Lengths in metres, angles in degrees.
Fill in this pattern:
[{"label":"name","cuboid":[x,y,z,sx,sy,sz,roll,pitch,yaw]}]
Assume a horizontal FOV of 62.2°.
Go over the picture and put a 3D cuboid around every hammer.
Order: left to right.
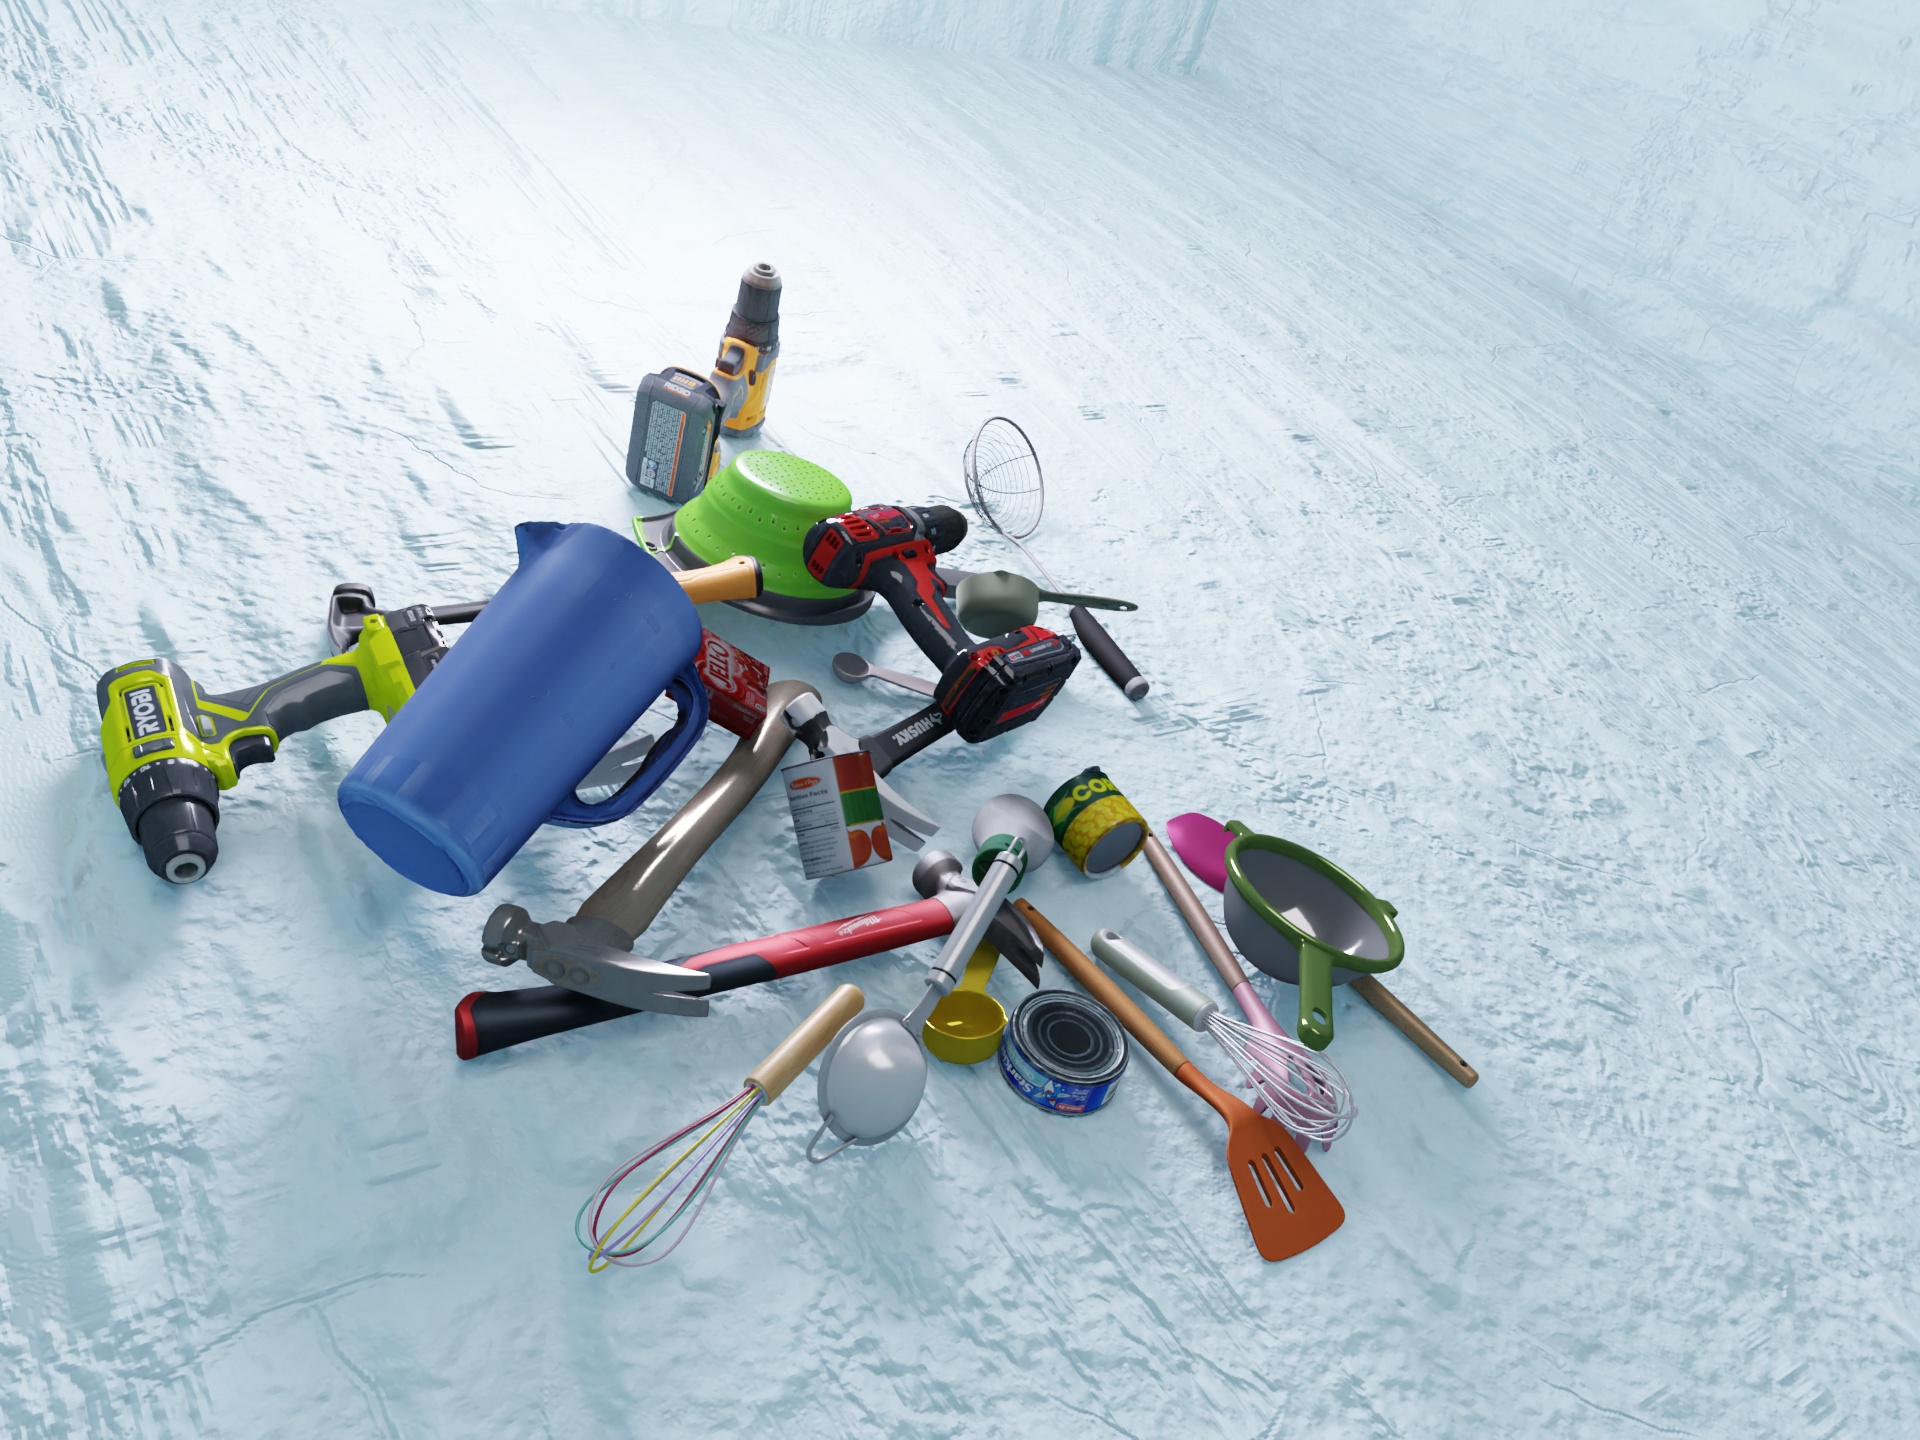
[{"label":"hammer","cuboid":[-0.322,-0.090,1.257,0.337,0.034,0.127,-9,31,-14]},{"label":"hammer","cuboid":[-0.271,-0.062,1.287,0.144,0.035,0.406,-4,31,8]},{"label":"hammer","cuboid":[-0.172,0.070,1.136,0.146,0.038,0.411,14,28,10]},{"label":"hammer","cuboid":[-0.132,0.167,1.043,0.386,0.038,0.143,-10,31,-31]},{"label":"hammer","cuboid":[-0.002,-0.004,1.331,0.146,0.035,0.335,49,36,8]}]

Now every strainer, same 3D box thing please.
[{"label":"strainer","cuboid":[-0.016,0.173,1.018,0.050,0.086,0.258,-3,45,44]},{"label":"strainer","cuboid":[0.242,0.176,1.147,0.151,0.069,0.256,28,25,-1]}]

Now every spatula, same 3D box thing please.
[{"label":"spatula","cuboid":[0.135,0.233,1.104,0.081,0.041,0.323,-13,41,-37]}]

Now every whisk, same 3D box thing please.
[{"label":"whisk","cuboid":[-0.136,0.235,0.940,0.051,0.047,0.245,10,34,33]},{"label":"whisk","cuboid":[0.176,0.209,1.101,0.057,0.059,0.247,-5,27,-39]}]

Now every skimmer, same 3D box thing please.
[{"label":"skimmer","cuboid":[0.105,-0.165,1.566,0.127,0.090,0.364,27,22,-48]}]

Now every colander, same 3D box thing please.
[{"label":"colander","cuboid":[-0.090,-0.169,1.442,0.396,0.094,0.205,5,32,-31]}]

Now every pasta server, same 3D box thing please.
[{"label":"pasta server","cuboid":[0.196,0.188,1.189,0.060,0.040,0.317,1,35,-22]}]

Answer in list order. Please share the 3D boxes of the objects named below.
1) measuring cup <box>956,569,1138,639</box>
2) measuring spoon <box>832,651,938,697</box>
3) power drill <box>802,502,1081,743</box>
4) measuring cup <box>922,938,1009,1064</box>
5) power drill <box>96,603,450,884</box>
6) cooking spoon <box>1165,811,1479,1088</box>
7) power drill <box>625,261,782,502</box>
[{"label":"measuring cup","cuboid":[0.078,-0.097,1.444,0.167,0.083,0.038,5,66,-1]},{"label":"measuring spoon","cuboid":[-0.054,-0.030,1.386,0.124,0.018,0.034,17,35,-13]},{"label":"power drill","cuboid":[-0.005,-0.099,1.338,0.227,0.080,0.188,47,35,17]},{"label":"measuring cup","cuboid":[0.010,0.189,1.111,0.062,0.029,0.156,9,22,8]},{"label":"power drill","cuboid":[-0.453,0.013,1.076,0.228,0.080,0.191,-18,46,-23]},{"label":"cooking spoon","cuboid":[0.280,0.172,1.250,0.068,0.017,0.319,-17,48,-37]},{"label":"power drill","cuboid":[-0.240,-0.338,1.572,0.084,0.185,0.226,23,39,5]}]
